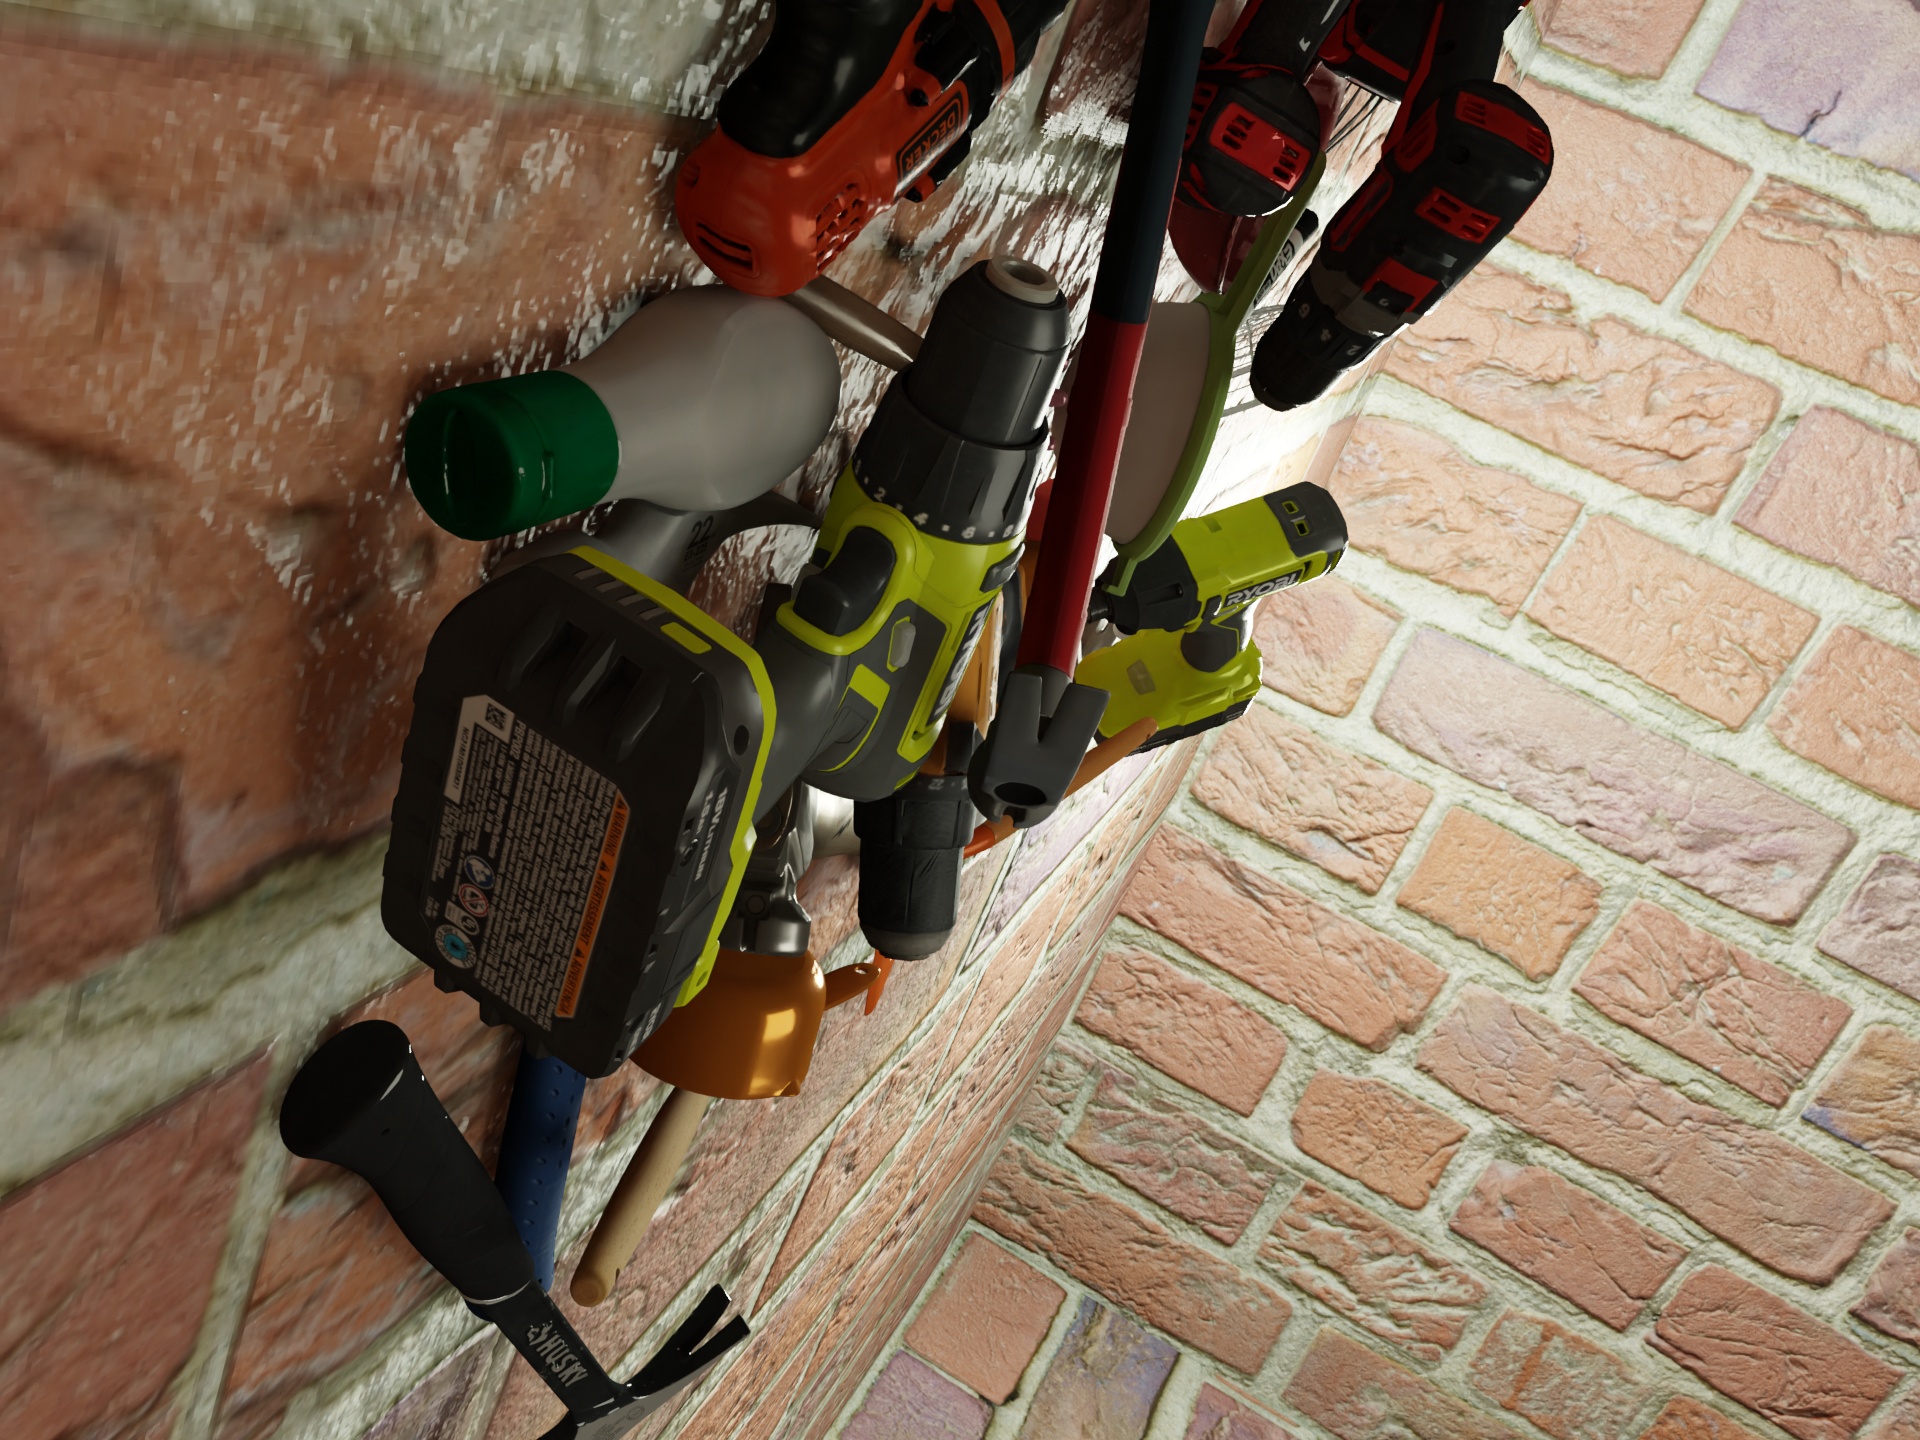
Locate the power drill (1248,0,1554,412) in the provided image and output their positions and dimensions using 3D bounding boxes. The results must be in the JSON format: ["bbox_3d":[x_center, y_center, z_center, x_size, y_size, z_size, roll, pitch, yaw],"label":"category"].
[{"bbox_3d":[0.206,-0.270,0.757,0.187,0.080,0.227,130,-22,-58],"label":"power drill"}]

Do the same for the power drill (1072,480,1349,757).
[{"bbox_3d":[0.146,-0.062,1.054,0.171,0.080,0.223,-19,158,-12],"label":"power drill"}]

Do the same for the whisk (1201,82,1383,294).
[{"bbox_3d":[0.229,-0.372,1.085,0.239,0.055,0.055,-59,168,4],"label":"whisk"}]

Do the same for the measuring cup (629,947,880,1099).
[{"bbox_3d":[-0.082,0.116,0.734,0.173,0.095,0.052,-13,123,-59],"label":"measuring cup"}]

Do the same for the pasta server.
[{"bbox_3d":[-0.014,-0.142,0.618,0.316,0.040,0.060,-8,112,-73],"label":"pasta server"}]

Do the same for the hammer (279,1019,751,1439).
[{"bbox_3d":[-0.174,0.225,0.632,0.149,0.036,0.408,-32,148,-21],"label":"hammer"}]

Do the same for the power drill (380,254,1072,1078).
[{"bbox_3d":[-0.048,-0.025,0.454,0.228,0.080,0.190,-44,163,-52],"label":"power drill"}]

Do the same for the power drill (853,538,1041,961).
[{"bbox_3d":[-0.001,-0.002,0.723,0.226,0.084,0.185,-27,121,-78],"label":"power drill"}]

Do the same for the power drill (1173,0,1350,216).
[{"bbox_3d":[0.151,-0.335,0.714,0.219,0.078,0.143,-61,-160,13],"label":"power drill"}]

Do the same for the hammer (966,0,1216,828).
[{"bbox_3d":[0.062,-0.158,0.600,0.143,0.038,0.386,103,-1,-73],"label":"hammer"}]

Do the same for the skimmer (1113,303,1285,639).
[{"bbox_3d":[0.160,-0.135,1.032,0.127,0.090,0.363,-30,158,-21],"label":"skimmer"}]

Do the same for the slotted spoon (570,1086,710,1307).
[{"bbox_3d":[-0.122,0.169,0.702,0.314,0.031,0.070,-76,174,-80],"label":"slotted spoon"}]

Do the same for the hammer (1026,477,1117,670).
[{"bbox_3d":[0.079,-0.086,1.108,0.149,0.037,0.358,-59,168,-12],"label":"hammer"}]

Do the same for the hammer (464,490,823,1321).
[{"bbox_3d":[-0.140,0.087,0.598,0.144,0.035,0.405,-44,158,-54],"label":"hammer"}]

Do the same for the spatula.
[{"bbox_3d":[0.036,0.065,0.954,0.322,0.041,0.081,-30,142,-45],"label":"spatula"}]

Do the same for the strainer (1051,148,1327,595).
[{"bbox_3d":[0.102,-0.194,0.818,0.256,0.069,0.152,117,-16,-53],"label":"strainer"}]

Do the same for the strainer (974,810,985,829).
[{"bbox_3d":[-0.006,0.017,0.989,0.087,0.050,0.258,-41,156,-22],"label":"strainer"}]

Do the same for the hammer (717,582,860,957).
[{"bbox_3d":[-0.053,0.042,0.807,0.410,0.038,0.146,55,42,-81],"label":"hammer"}]
